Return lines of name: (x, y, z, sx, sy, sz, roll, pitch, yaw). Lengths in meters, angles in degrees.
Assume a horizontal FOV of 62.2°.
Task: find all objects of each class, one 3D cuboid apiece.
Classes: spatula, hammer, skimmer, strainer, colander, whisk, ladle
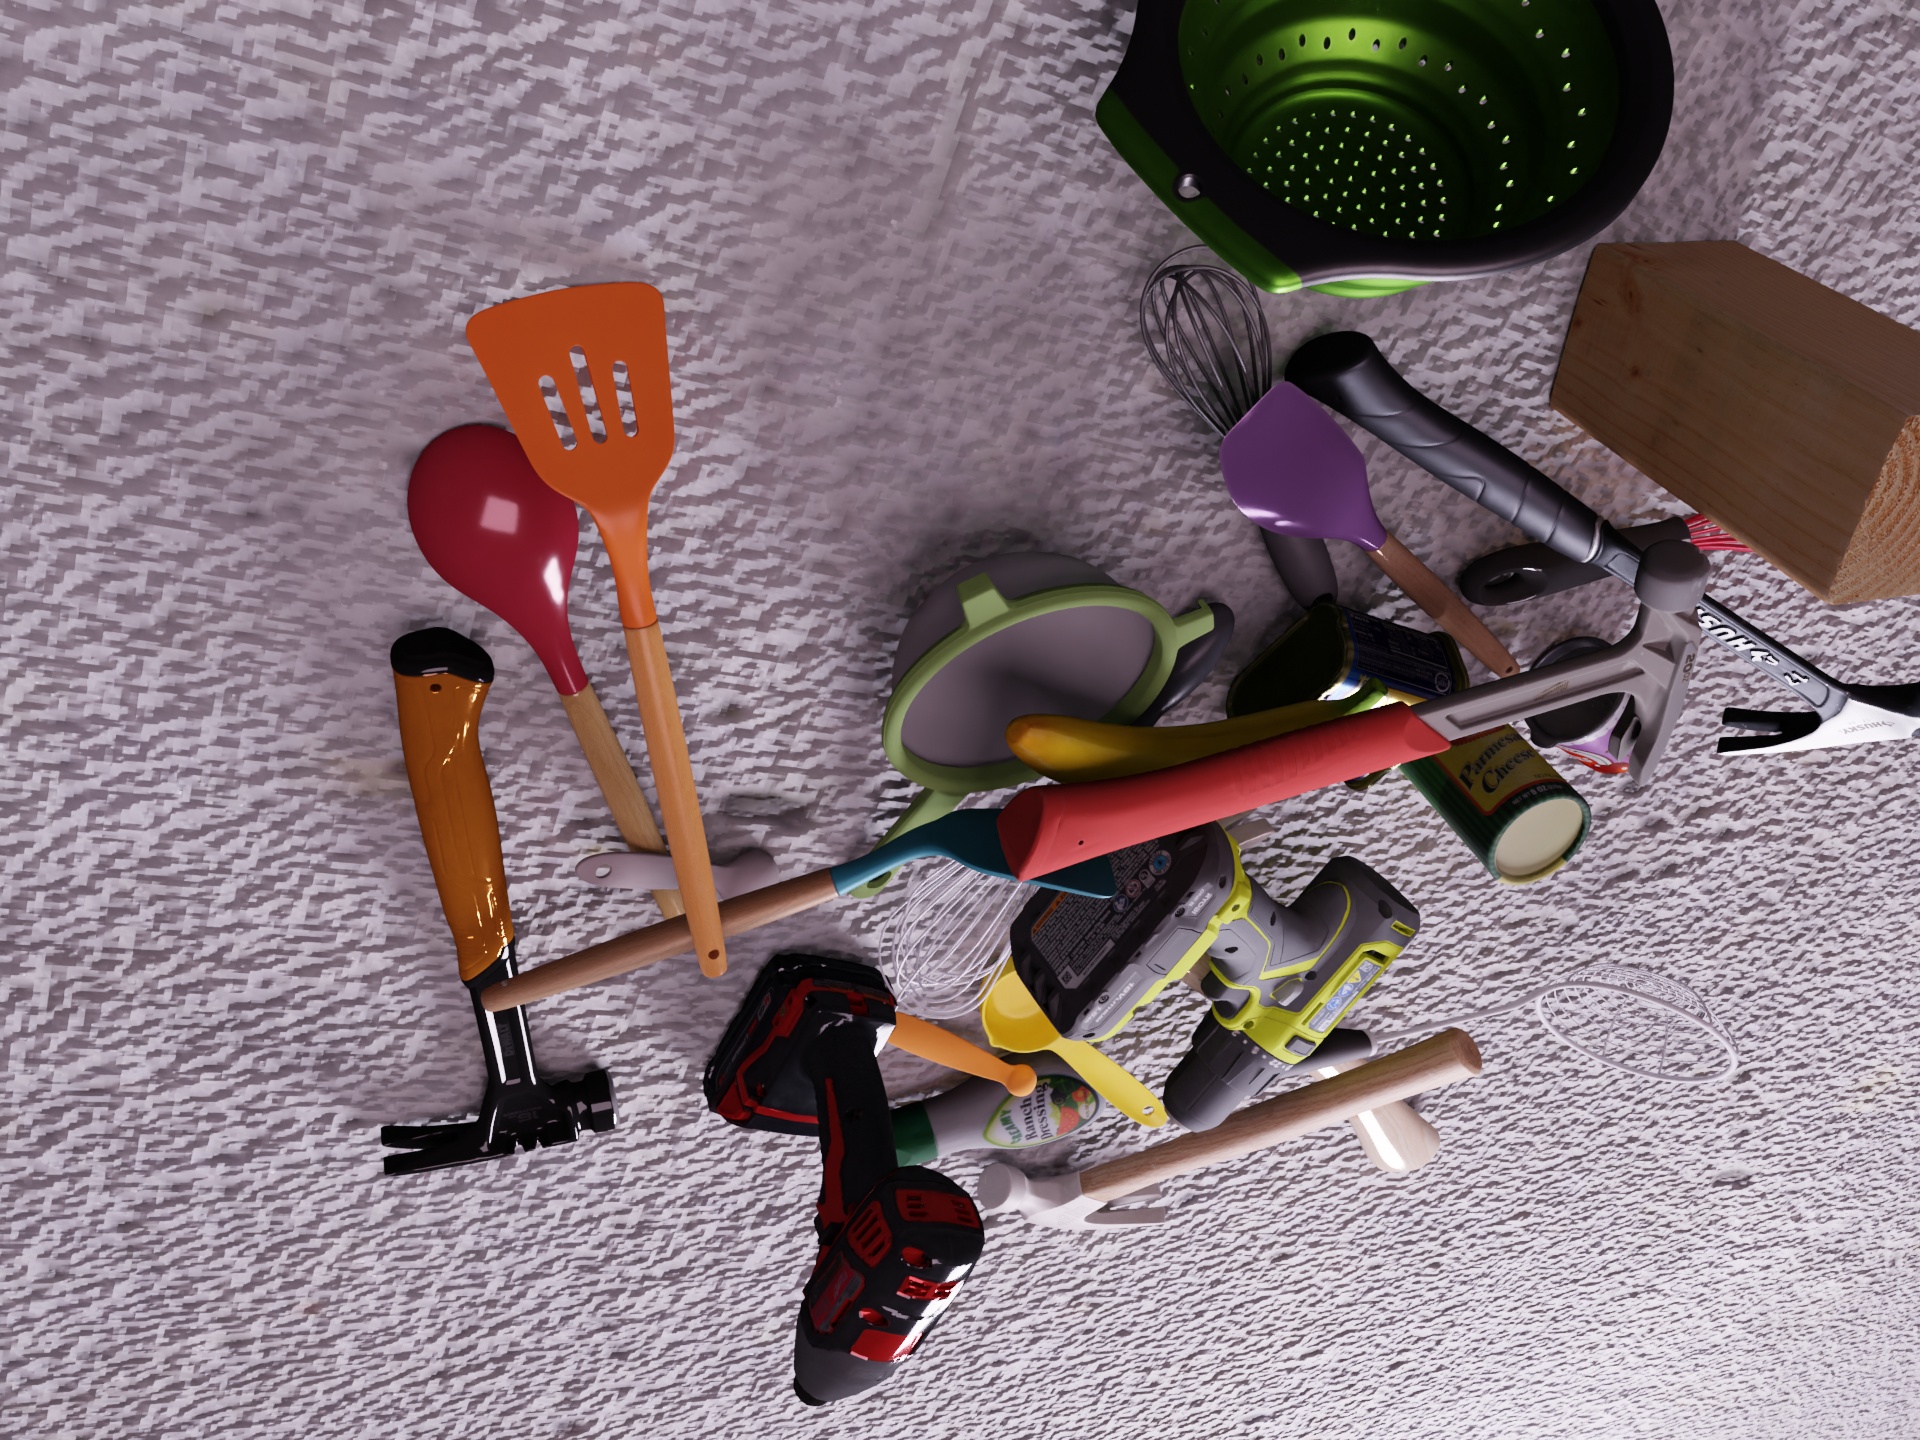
spatula: (-0.083, 0.098, 0.791, 0.317, 0.082, 0.044, -18, 119, 1)
hammer: (-0.246, 0.101, 0.788, 0.127, 0.034, 0.336, -9, 129, -16)
spatula: (-0.138, -0.025, 0.700, 0.081, 0.041, 0.322, -17, 119, -19)
skimmer: (0.326, 0.225, 1.030, 0.363, 0.090, 0.127, -9, 161, -15)
hammer: (0.175, 0.264, 1.007, 0.331, 0.031, 0.130, -30, 139, 31)
spatula: (0.224, -0.082, 0.825, 0.059, 0.018, 0.315, -47, 137, 15)
strainer: (-0.001, -0.003, 0.805, 0.151, 0.069, 0.256, 3, 142, -36)
colander: (0.230, -0.287, 0.658, 0.397, 0.205, 0.094, -36, 165, -13)
whisk: (0.421, -0.108, 0.891, 0.296, 0.073, 0.073, -13, 128, -4)
whisk: (0.054, 0.050, 0.861, 0.070, 0.070, 0.284, 31, 104, -35)
hammer: (0.335, -0.084, 0.819, 0.408, 0.149, 0.036, 28, 68, -18)
hammer: (0.230, 0.201, 1.052, 0.146, 0.038, 0.410, -41, 129, 9)
whisk: (0.146, -0.131, 0.774, 0.055, 0.055, 0.238, -33, 134, 4)
hammer: (0.193, 0.018, 0.779, 0.359, 0.037, 0.149, -16, 135, -9)
ladle: (-0.177, 0.002, 0.755, 0.069, 0.031, 0.315, -16, 131, -2)

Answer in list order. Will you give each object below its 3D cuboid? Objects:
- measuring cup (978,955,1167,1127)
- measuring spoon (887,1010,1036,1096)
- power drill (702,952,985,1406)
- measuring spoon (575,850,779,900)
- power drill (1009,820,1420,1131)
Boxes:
measuring cup: (0.071, 0.198, 0.968, 0.062, 0.029, 0.156, -44, 113, 6)
measuring spoon: (-0.005, 0.199, 0.952, 0.116, 0.011, 0.021, 26, 89, -15)
power drill: (-0.067, 0.241, 0.844, 0.078, 0.220, 0.143, 16, 117, -30)
measuring spoon: (-0.140, 0.082, 0.810, 0.124, 0.018, 0.034, 10, 111, -45)
power drill: (0.136, 0.142, 0.889, 0.228, 0.080, 0.190, 27, 107, -43)
